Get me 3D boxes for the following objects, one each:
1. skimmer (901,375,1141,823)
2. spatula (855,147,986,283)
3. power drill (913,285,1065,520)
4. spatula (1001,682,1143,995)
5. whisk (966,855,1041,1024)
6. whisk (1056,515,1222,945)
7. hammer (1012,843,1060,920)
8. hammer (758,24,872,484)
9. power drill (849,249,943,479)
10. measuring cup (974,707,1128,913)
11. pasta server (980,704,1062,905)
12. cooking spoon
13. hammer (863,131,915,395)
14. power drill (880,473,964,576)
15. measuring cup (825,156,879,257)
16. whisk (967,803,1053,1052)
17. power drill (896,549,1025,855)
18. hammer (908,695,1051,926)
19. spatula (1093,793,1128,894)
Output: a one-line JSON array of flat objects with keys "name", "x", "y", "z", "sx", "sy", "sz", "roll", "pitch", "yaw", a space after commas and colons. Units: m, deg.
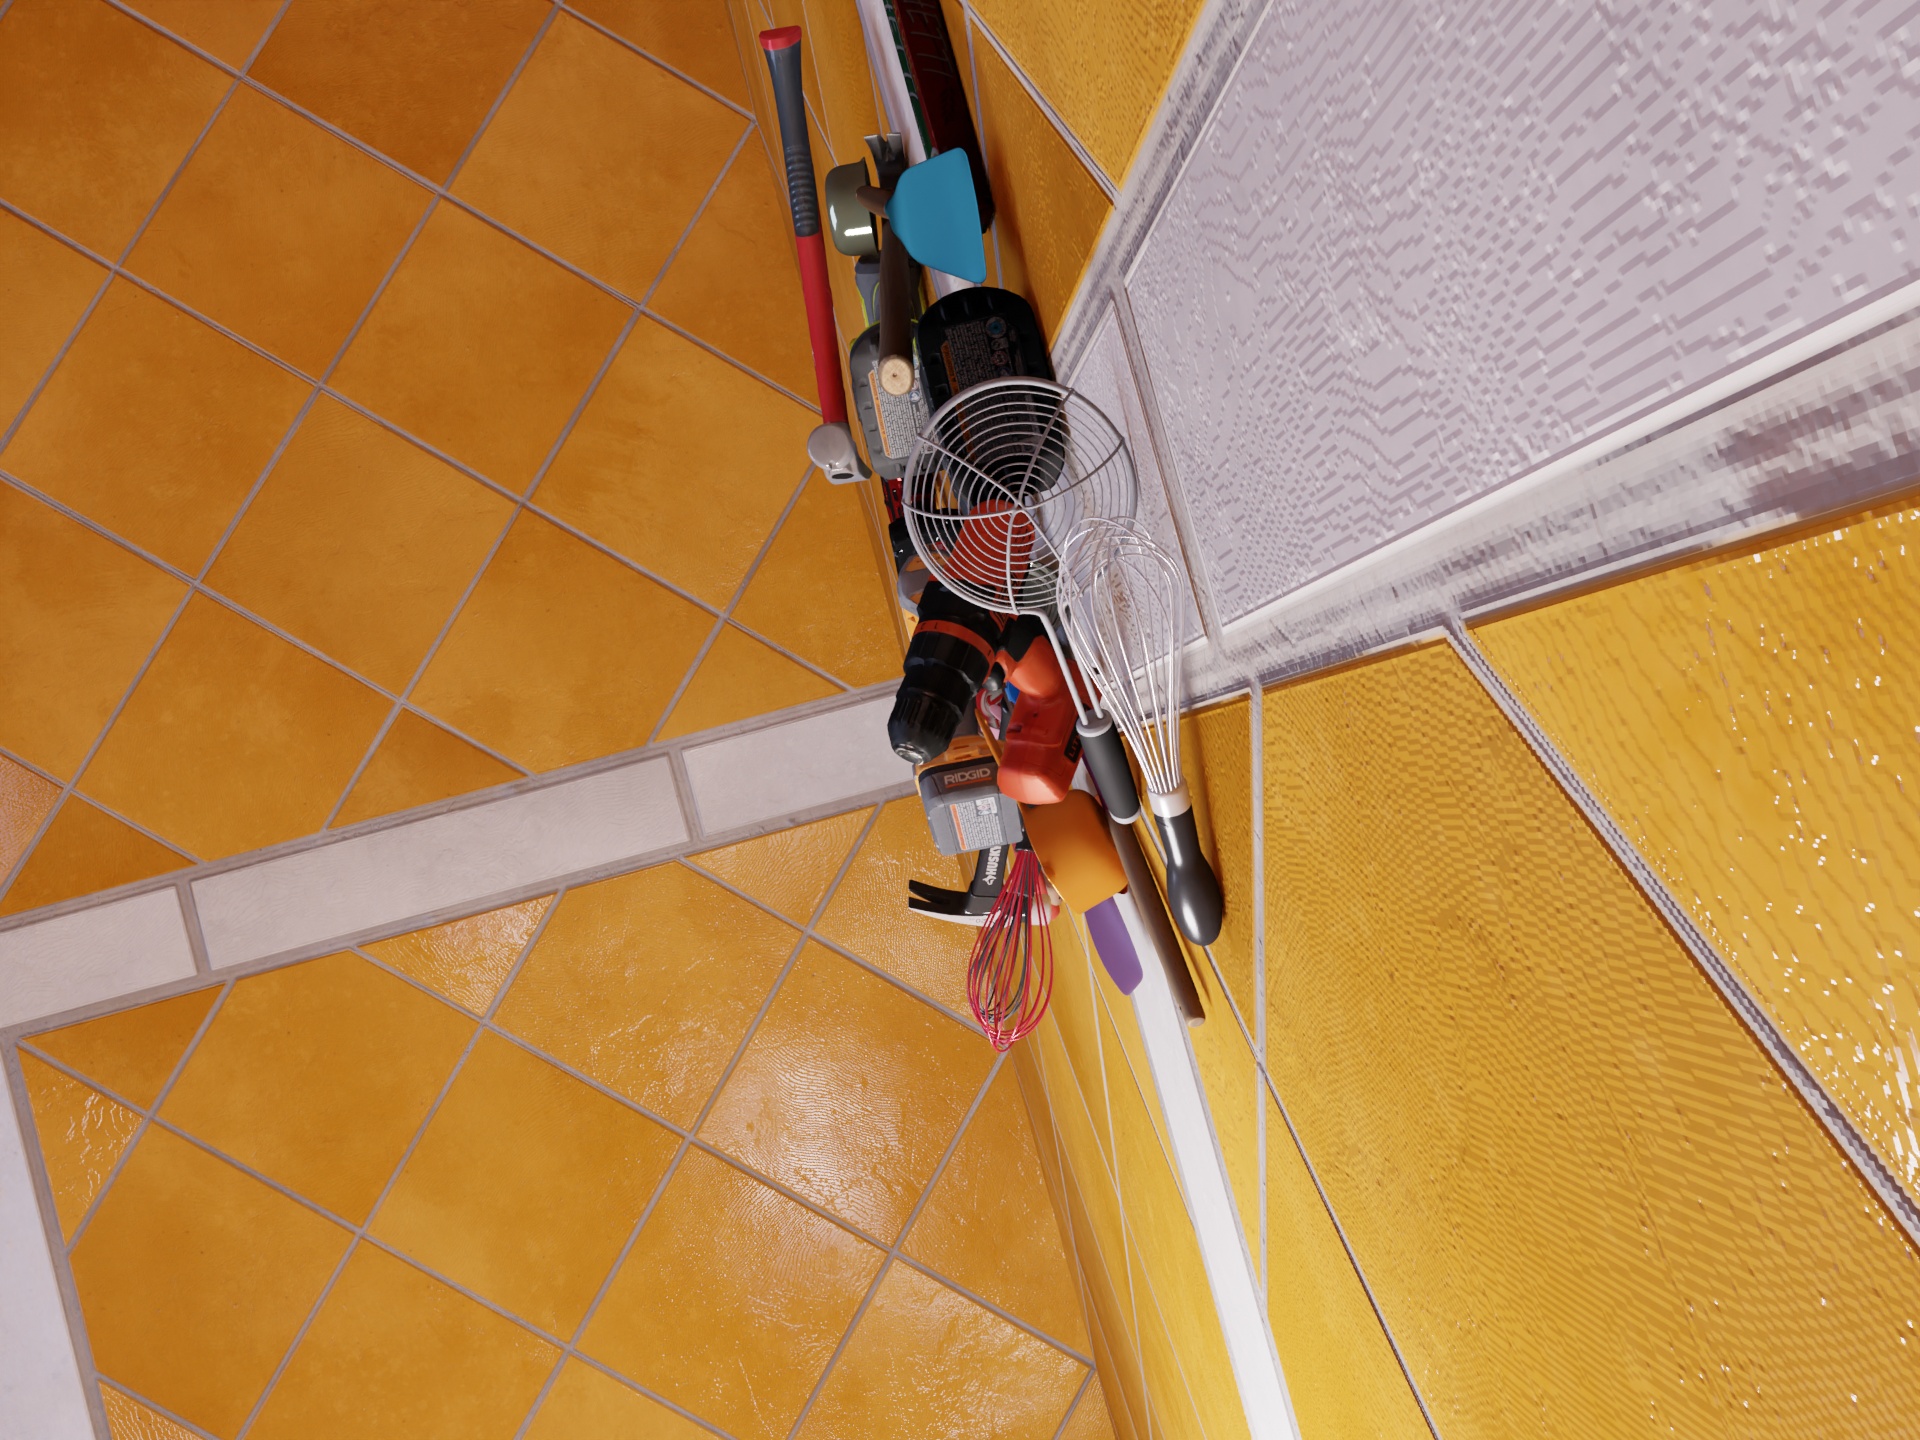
[{"name": "skimmer", "x": 0.065, "y": -0.053, "z": 0.968, "sx": 0.362, "sy": 0.127, "sz": 0.090, "roll": 63, "pitch": -167, "yaw": -56}, {"name": "spatula", "x": -0.039, "y": -0.363, "z": 1.123, "sx": 0.318, "sy": 0.044, "sz": 0.082, "roll": -117, "pitch": 15, "yaw": -66}, {"name": "power drill", "x": 0.017, "y": -0.205, "z": 1.109, "sx": 0.223, "sy": 0.080, "sz": 0.171, "roll": -123, "pitch": 19, "yaw": -86}, {"name": "spatula", "x": 0.080, "y": 0.073, "z": 1.278, "sx": 0.059, "sy": 0.018, "sz": 0.316, "roll": 117, "pitch": 138, "yaw": -54}, {"name": "whisk", "x": 0.054, "y": 0.152, "z": 1.401, "sx": 0.055, "sy": 0.055, "sz": 0.239, "roll": 100, "pitch": -175, "yaw": -79}, {"name": "whisk", "x": 0.107, "y": 0.014, "z": 0.872, "sx": 0.070, "sy": 0.070, "sz": 0.284, "roll": -113, "pitch": 5, "yaw": -59}, {"name": "hammer", "x": 0.044, "y": 0.058, "z": 1.637, "sx": 0.149, "sy": 0.037, "sz": 0.358, "roll": -70, "pitch": -32, "yaw": -61}, {"name": "hammer", "x": -0.125, "y": -0.398, "z": 1.369, "sx": 0.143, "sy": 0.038, "sz": 0.386, "roll": -1, "pitch": -97, "yaw": -85}, {"name": "power drill", "x": -0.050, "y": -0.306, "z": 1.437, "sx": 0.229, "sy": 0.080, "sz": 0.190, "roll": -95, "pitch": -5, "yaw": -60}, {"name": "measuring cup", "x": 0.071, "y": 0.058, "z": 1.190, "sx": 0.173, "sy": 0.052, "sz": 0.095, "roll": 62, "pitch": -169, "yaw": -2}, {"name": "pasta server", "x": 0.073, "y": 0.088, "z": 1.568, "sx": 0.040, "sy": 0.060, "sz": 0.315, "roll": 34, "pitch": 154, "yaw": 32}, {"name": "cooking spoon", "x": 0.118, "y": 0.085, "z": 1.149, "sx": 0.068, "sy": 0.017, "sz": 0.319, "roll": 80, "pitch": 174, "yaw": -48}, {"name": "hammer", "x": -0.053, "y": -0.368, "z": 1.286, "sx": 0.332, "sy": 0.031, "sz": 0.129, "roll": -93, "pitch": -4, "yaw": -47}, {"name": "power drill", "x": -0.050, "y": -0.246, "z": 1.739, "sx": 0.227, "sy": 0.080, "sz": 0.187, "roll": -106, "pitch": 4, "yaw": -48}, {"name": "measuring cup", "x": -0.094, "y": -0.447, "z": 1.391, "sx": 0.168, "sy": 0.038, "sz": 0.083, "roll": -94, "pitch": -4, "yaw": -71}, {"name": "whisk", "x": 0.054, "y": 0.130, "z": 1.336, "sx": 0.073, "sy": 0.073, "sz": 0.296, "roll": 95, "pitch": -177, "yaw": -76}, {"name": "power drill", "x": -0.002, "y": -0.004, "z": 1.331, "sx": 0.185, "sy": 0.084, "sz": 0.226, "roll": 77, "pitch": -178, "yaw": -63}, {"name": "hammer", "x": 0.032, "y": 0.092, "z": 1.507, "sx": 0.334, "sy": 0.146, "sz": 0.035, "roll": 98, "pitch": 174, "yaw": -49}, {"name": "spatula", "x": 0.104, "y": 0.111, "z": 1.386, "sx": 0.322, "sy": 0.041, "sz": 0.081, "roll": 86, "pitch": 171, "yaw": -86}]
